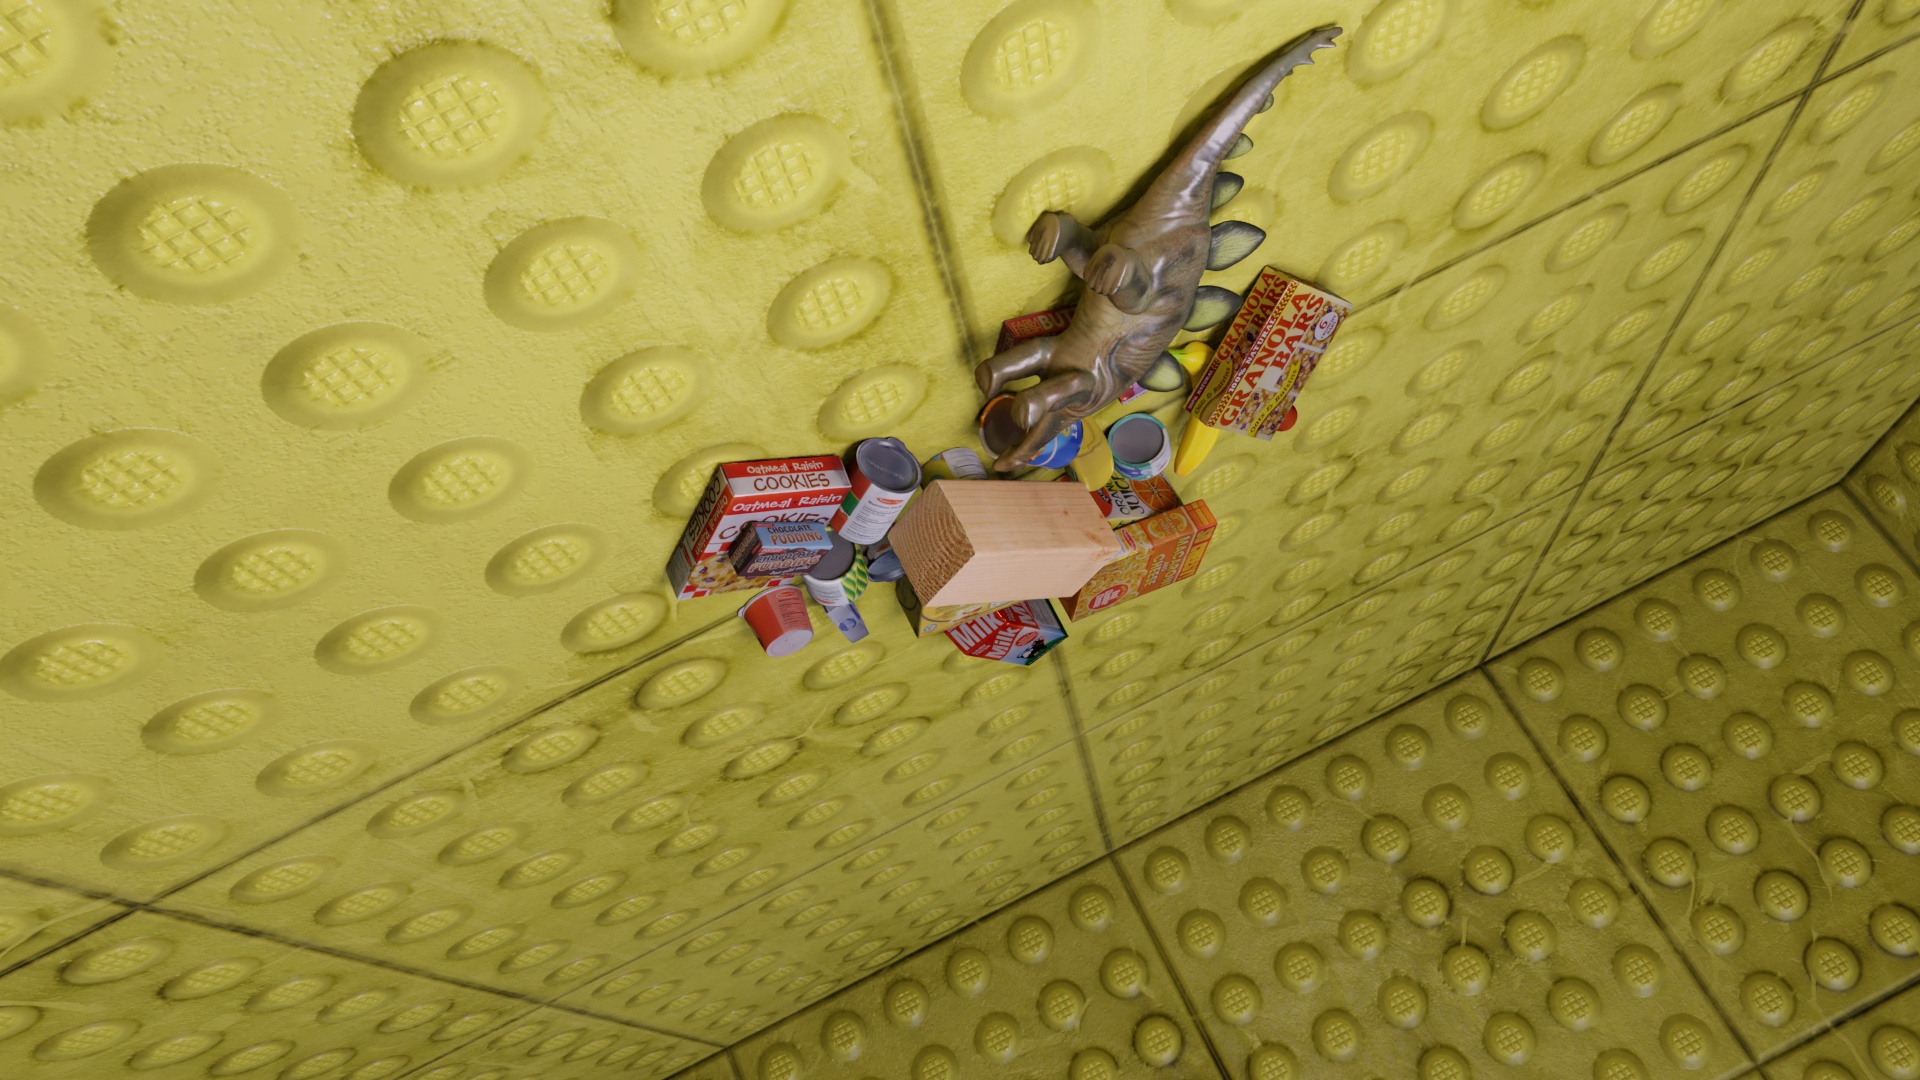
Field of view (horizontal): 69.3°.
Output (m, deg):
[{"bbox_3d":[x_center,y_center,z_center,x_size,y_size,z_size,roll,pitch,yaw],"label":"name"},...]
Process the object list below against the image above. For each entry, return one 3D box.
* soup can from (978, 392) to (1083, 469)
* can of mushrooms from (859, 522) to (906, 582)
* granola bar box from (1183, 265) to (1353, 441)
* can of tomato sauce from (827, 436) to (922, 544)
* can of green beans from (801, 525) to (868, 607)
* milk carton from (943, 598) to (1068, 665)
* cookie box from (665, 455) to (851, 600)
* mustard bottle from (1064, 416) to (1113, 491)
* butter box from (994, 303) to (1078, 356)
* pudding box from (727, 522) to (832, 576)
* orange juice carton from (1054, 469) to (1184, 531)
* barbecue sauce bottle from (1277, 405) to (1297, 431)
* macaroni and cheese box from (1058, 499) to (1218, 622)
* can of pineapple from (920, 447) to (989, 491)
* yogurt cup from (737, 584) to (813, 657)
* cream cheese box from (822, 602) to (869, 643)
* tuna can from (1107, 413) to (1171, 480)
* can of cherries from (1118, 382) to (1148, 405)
[{"bbox_3d":[0.070,-0.108,1.349,0.084,0.071,0.071,6,139,-49],"label":"soup can"},{"bbox_3d":[-0.076,0.014,1.471,0.071,0.033,0.070,-23,154,-12],"label":"can of mushrooms"},{"bbox_3d":[0.312,-0.187,1.409,0.124,0.039,0.165,6,119,-46],"label":"granola bar box"},{"bbox_3d":[-0.084,-0.048,1.315,0.071,0.071,0.082,-7,148,-37],"label":"can of tomato sauce"},{"bbox_3d":[-0.129,0.026,1.404,0.071,0.071,0.057,-24,154,-7],"label":"can of green beans"},{"bbox_3d":[0.046,0.098,1.701,0.072,0.073,0.190,-38,152,21],"label":"milk carton"},{"bbox_3d":[-0.191,-0.013,1.303,0.123,0.040,0.166,-7,149,-36],"label":"cookie box"},{"bbox_3d":[0.132,-0.084,1.459,0.049,0.065,0.160,-31,159,1],"label":"mustard bottle"},{"bbox_3d":[0.084,-0.186,1.265,0.104,0.024,0.052,-17,152,-22],"label":"butter box"},{"bbox_3d":[-0.165,0.008,1.279,0.084,0.030,0.049,0,143,-45],"label":"pudding box"},{"bbox_3d":[0.160,-0.032,1.572,0.193,0.072,0.072,-4,145,-41],"label":"orange juice carton"},{"bbox_3d":[0.335,-0.154,1.548,0.064,0.044,0.148,-30,157,25],"label":"barbecue sauce bottle"},{"bbox_3d":[0.200,0.023,1.580,0.167,0.040,0.123,-20,153,-16],"label":"macaroni and cheese box"},{"bbox_3d":[-0.003,-0.050,1.393,0.071,0.058,0.070,-22,154,-11],"label":"can of pineapple"},{"bbox_3d":[-0.191,0.087,1.473,0.072,0.054,0.072,-23,154,-12],"label":"yogurt cup"},{"bbox_3d":[-0.131,0.069,1.497,0.024,0.053,0.103,-29,155,-1],"label":"cream cheese box"},{"bbox_3d":[0.188,-0.101,1.482,0.071,0.071,0.032,-28,153,0],"label":"tuna can"},{"bbox_3d":[0.162,-0.173,1.323,0.058,0.072,0.071,-29,154,6],"label":"can of cherries"}]
